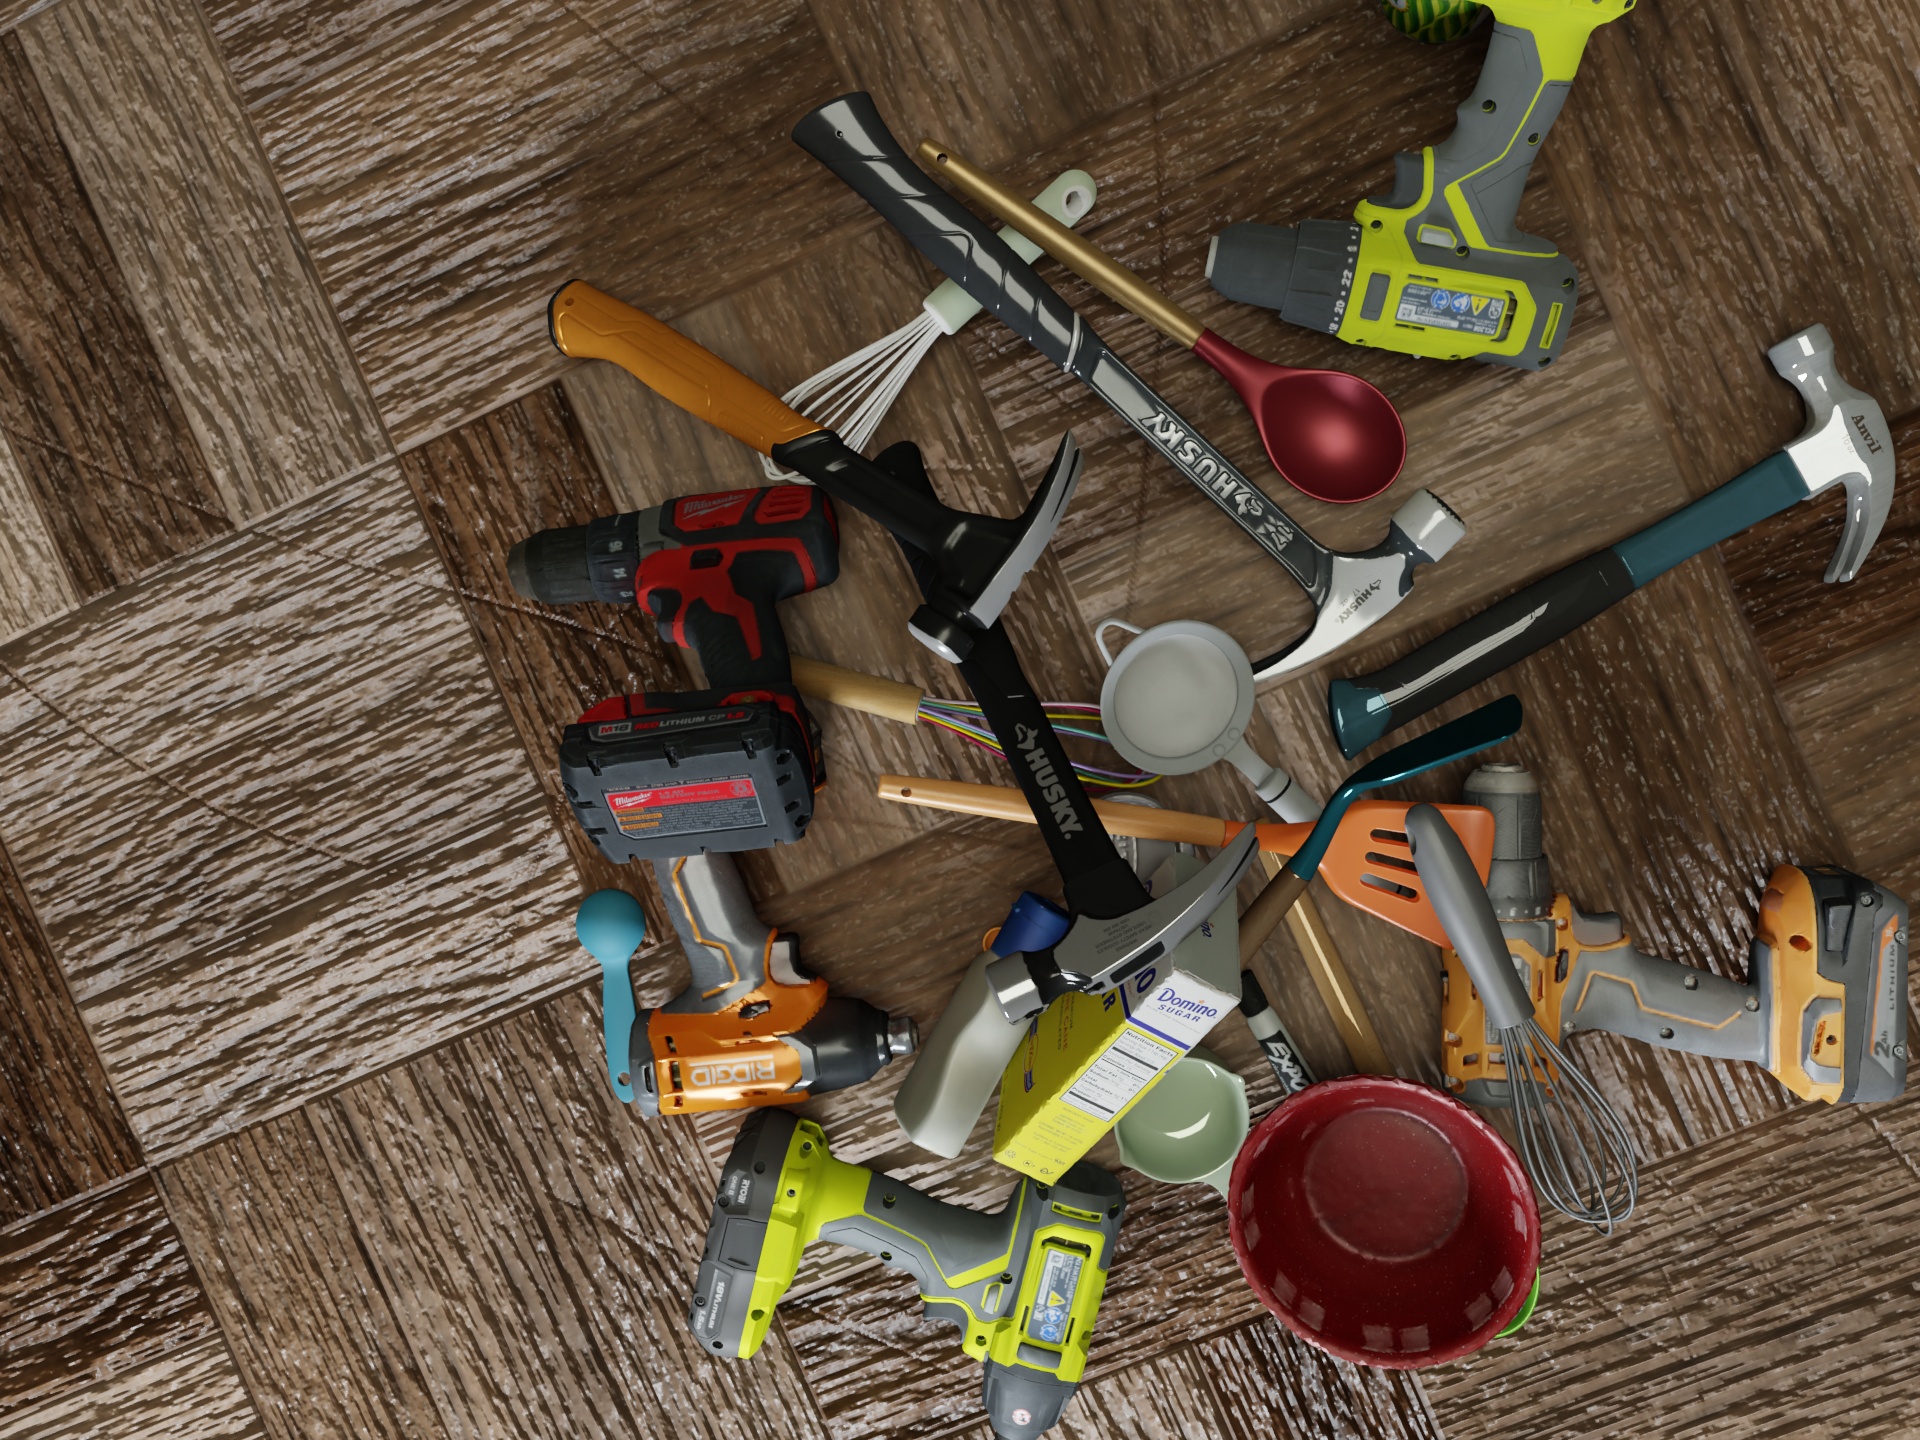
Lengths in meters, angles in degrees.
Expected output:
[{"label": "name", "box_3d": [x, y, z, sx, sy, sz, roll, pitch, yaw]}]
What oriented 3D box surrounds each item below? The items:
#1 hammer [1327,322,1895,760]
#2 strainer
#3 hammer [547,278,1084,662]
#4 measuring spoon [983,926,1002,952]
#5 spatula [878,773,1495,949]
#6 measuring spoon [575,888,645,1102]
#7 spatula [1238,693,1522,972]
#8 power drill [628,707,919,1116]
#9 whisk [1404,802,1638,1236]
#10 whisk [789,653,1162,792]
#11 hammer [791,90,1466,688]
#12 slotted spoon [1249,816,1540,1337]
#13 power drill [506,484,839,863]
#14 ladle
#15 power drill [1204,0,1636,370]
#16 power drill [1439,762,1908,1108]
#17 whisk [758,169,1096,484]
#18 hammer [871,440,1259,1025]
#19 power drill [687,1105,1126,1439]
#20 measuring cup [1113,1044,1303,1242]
[{"label": "hammer", "box_3d": [0.347, -0.077, 0.868, 0.331, 0.033, 0.128, -30, 89, 7]}, {"label": "strainer", "box_3d": [0.165, 0.031, 0.876, 0.258, 0.050, 0.087, 42, 95, -10]}, {"label": "hammer", "box_3d": [-0.095, -0.164, 0.854, 0.337, 0.034, 0.127, 33, 86, 24]}, {"label": "measuring spoon", "box_3d": [0.005, 0.173, 0.929, 0.021, 0.011, 0.117, 21, 98, -3]}, {"label": "spatula", "box_3d": [0.117, 0.059, 0.841, 0.322, 0.041, 0.081, 8, 104, -5]}, {"label": "measuring spoon", "box_3d": [-0.206, 0.165, 0.942, 0.042, 0.021, 0.128, -5, 91, 6]}, {"label": "spatula", "box_3d": [0.167, 0.104, 0.817, 0.044, 0.082, 0.317, 36, 110, 5]}, {"label": "power drill", "box_3d": [-0.114, 0.108, 0.904, 0.164, 0.084, 0.226, -6, 96, 4]}, {"label": "whisk", "box_3d": [0.283, 0.152, 0.814, 0.055, 0.055, 0.239, -25, 90, 7]}, {"label": "whisk", "box_3d": [-0.001, -0.004, 0.908, 0.245, 0.051, 0.047, 15, 73, 9]}, {"label": "hammer", "box_3d": [0.072, -0.186, 0.856, 0.409, 0.036, 0.149, 41, 109, -4]}, {"label": "slotted spoon", "box_3d": [0.236, 0.197, 0.897, 0.070, 0.031, 0.314, -26, 88, 10]}, {"label": "power drill", "box_3d": [-0.159, -0.037, 0.846, 0.188, 0.227, 0.080, -6, 137, 3]}, {"label": "ladle", "box_3d": [0.108, -0.223, 0.870, 0.315, 0.031, 0.069, 34, 99, -4]}, {"label": "power drill", "box_3d": [0.238, -0.302, 0.814, 0.190, 0.080, 0.228, 11, 120, 5]}, {"label": "power drill", "box_3d": [0.373, 0.115, 0.854, 0.226, 0.084, 0.185, -1, 93, 11]}, {"label": "whisk", "box_3d": [-0.019, -0.221, 0.894, 0.246, 0.059, 0.057, -42, 125, 3]}, {"label": "hammer", "box_3d": [0.026, -0.019, 0.827, 0.146, 0.035, 0.335, -26, 61, 2]}, {"label": "power drill", "box_3d": [-0.033, 0.319, 0.908, 0.223, 0.080, 0.171, 14, 97, 2]}, {"label": "measuring cup", "box_3d": [0.149, 0.253, 0.909, 0.083, 0.038, 0.167, -37, 103, 6]}]
